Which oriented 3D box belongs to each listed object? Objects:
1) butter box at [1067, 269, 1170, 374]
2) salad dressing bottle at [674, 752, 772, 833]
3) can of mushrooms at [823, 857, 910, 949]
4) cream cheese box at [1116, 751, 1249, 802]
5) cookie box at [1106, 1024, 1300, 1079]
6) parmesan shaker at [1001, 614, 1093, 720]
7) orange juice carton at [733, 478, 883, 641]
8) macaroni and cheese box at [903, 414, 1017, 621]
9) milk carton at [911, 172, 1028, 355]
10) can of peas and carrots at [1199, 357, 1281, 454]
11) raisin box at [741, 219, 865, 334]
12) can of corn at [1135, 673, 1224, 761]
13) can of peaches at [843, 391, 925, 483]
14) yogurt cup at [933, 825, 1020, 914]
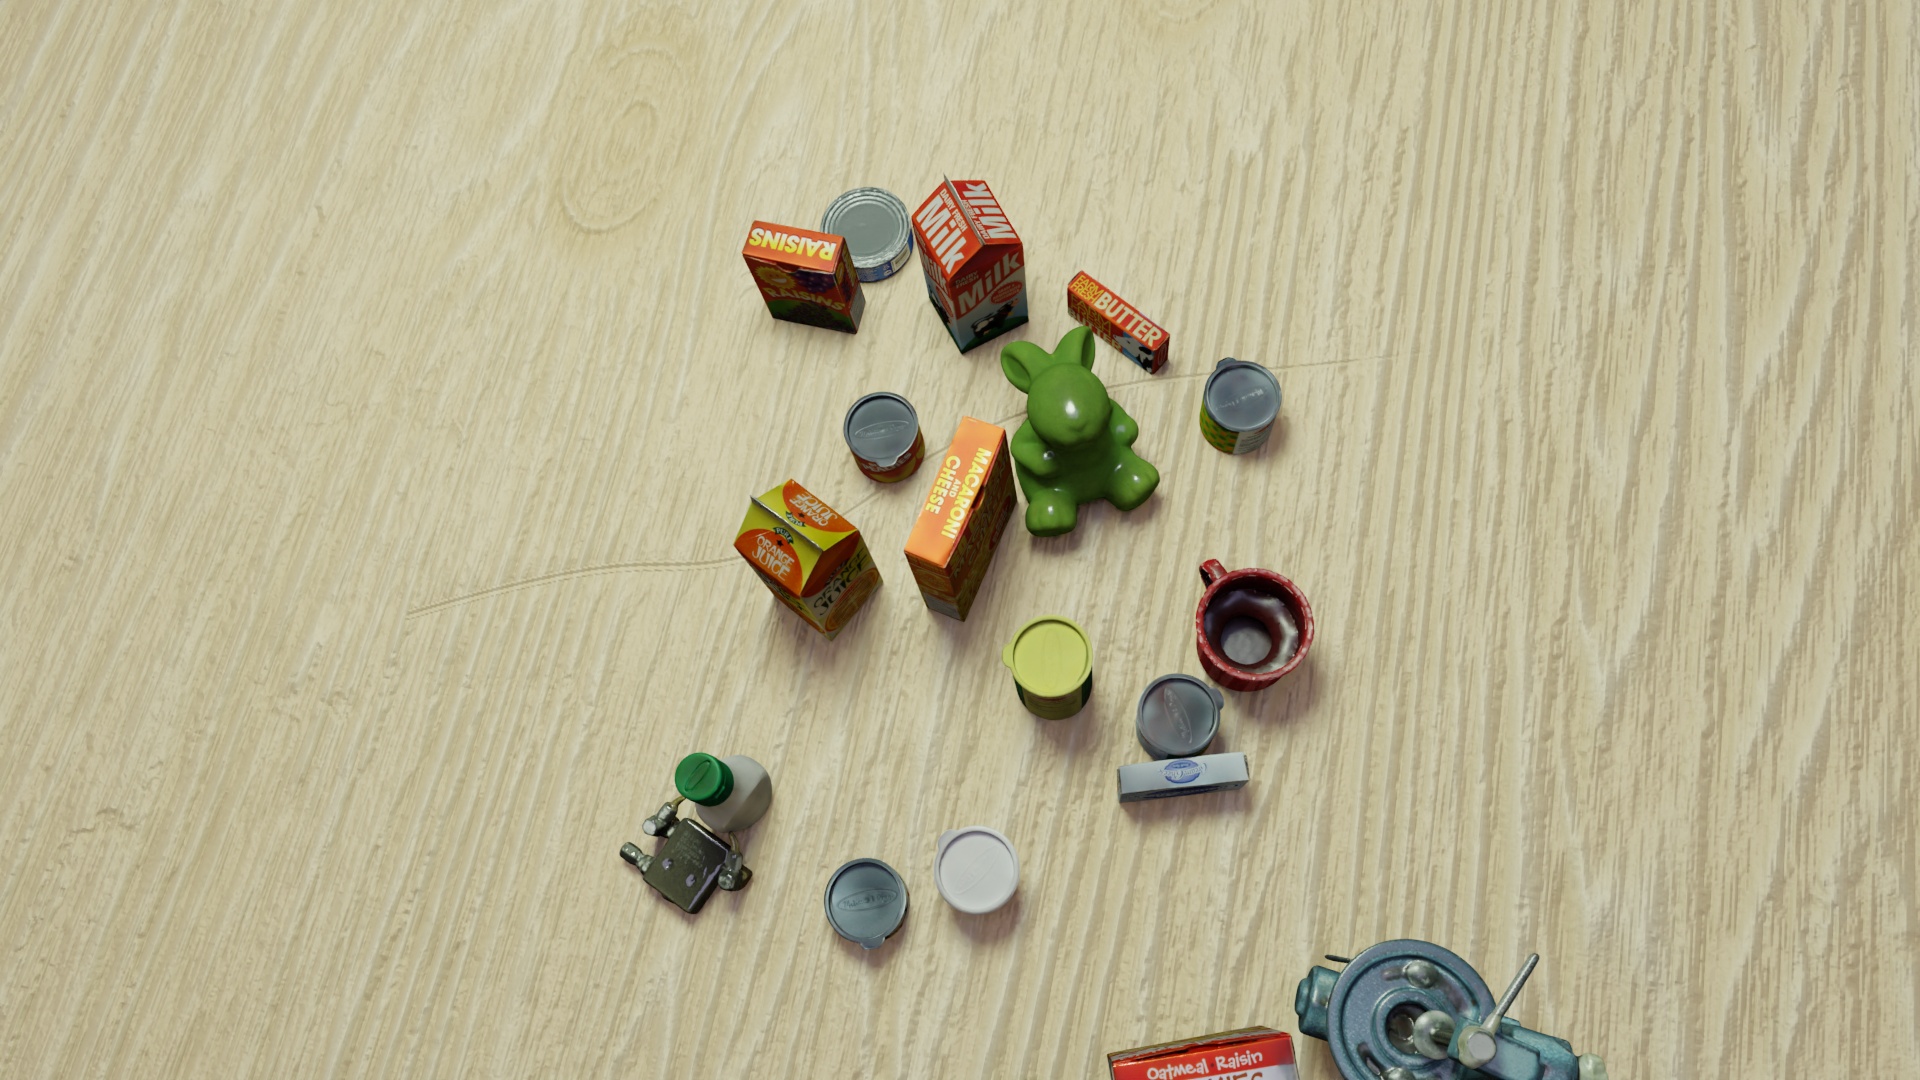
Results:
[{"bbox_3d":[0.141,-0.196,1.250,0.103,0.053,0.024,39,80,15],"label":"butter box"},{"bbox_3d":[-0.188,0.196,1.100,0.044,0.147,0.064,34,78,14],"label":"salad dressing bottle"},{"bbox_3d":[-0.074,0.293,1.118,0.071,0.033,0.071,-1,72,4],"label":"can of mushrooms"},{"bbox_3d":[0.178,0.191,1.120,0.104,0.053,0.024,-7,72,3],"label":"cream cheese box"},{"bbox_3d":[0.170,0.380,0.999,0.123,0.167,0.040,-11,72,1],"label":"cookie box"},{"bbox_3d":[0.072,0.105,1.131,0.071,0.103,0.071,-1,72,5],"label":"parmesan shaker"},{"bbox_3d":[-0.124,0.013,1.130,0.072,0.192,0.073,37,79,15],"label":"orange juice carton"},{"bbox_3d":[0.004,-0.014,1.142,0.040,0.166,0.124,21,75,11],"label":"macaroni and cheese box"},{"bbox_3d":[0.009,-0.243,1.204,0.073,0.190,0.072,-27,72,-4],"label":"milk carton"},{"bbox_3d":[0.242,-0.117,1.213,0.071,0.058,0.071,-1,72,4],"label":"can of peas and carrots"},{"bbox_3d":[-0.139,-0.235,1.250,0.086,0.123,0.040,13,74,9],"label":"raisin box"},{"bbox_3d":[0.178,0.146,1.132,0.071,0.058,0.071,-1,72,4],"label":"can of corn"},{"bbox_3d":[-0.066,-0.088,1.230,0.071,0.058,0.071,-1,72,4],"label":"can of peaches"},{"bbox_3d":[0.015,0.265,1.109,0.072,0.053,0.072,-1,72,4],"label":"yogurt cup"}]
